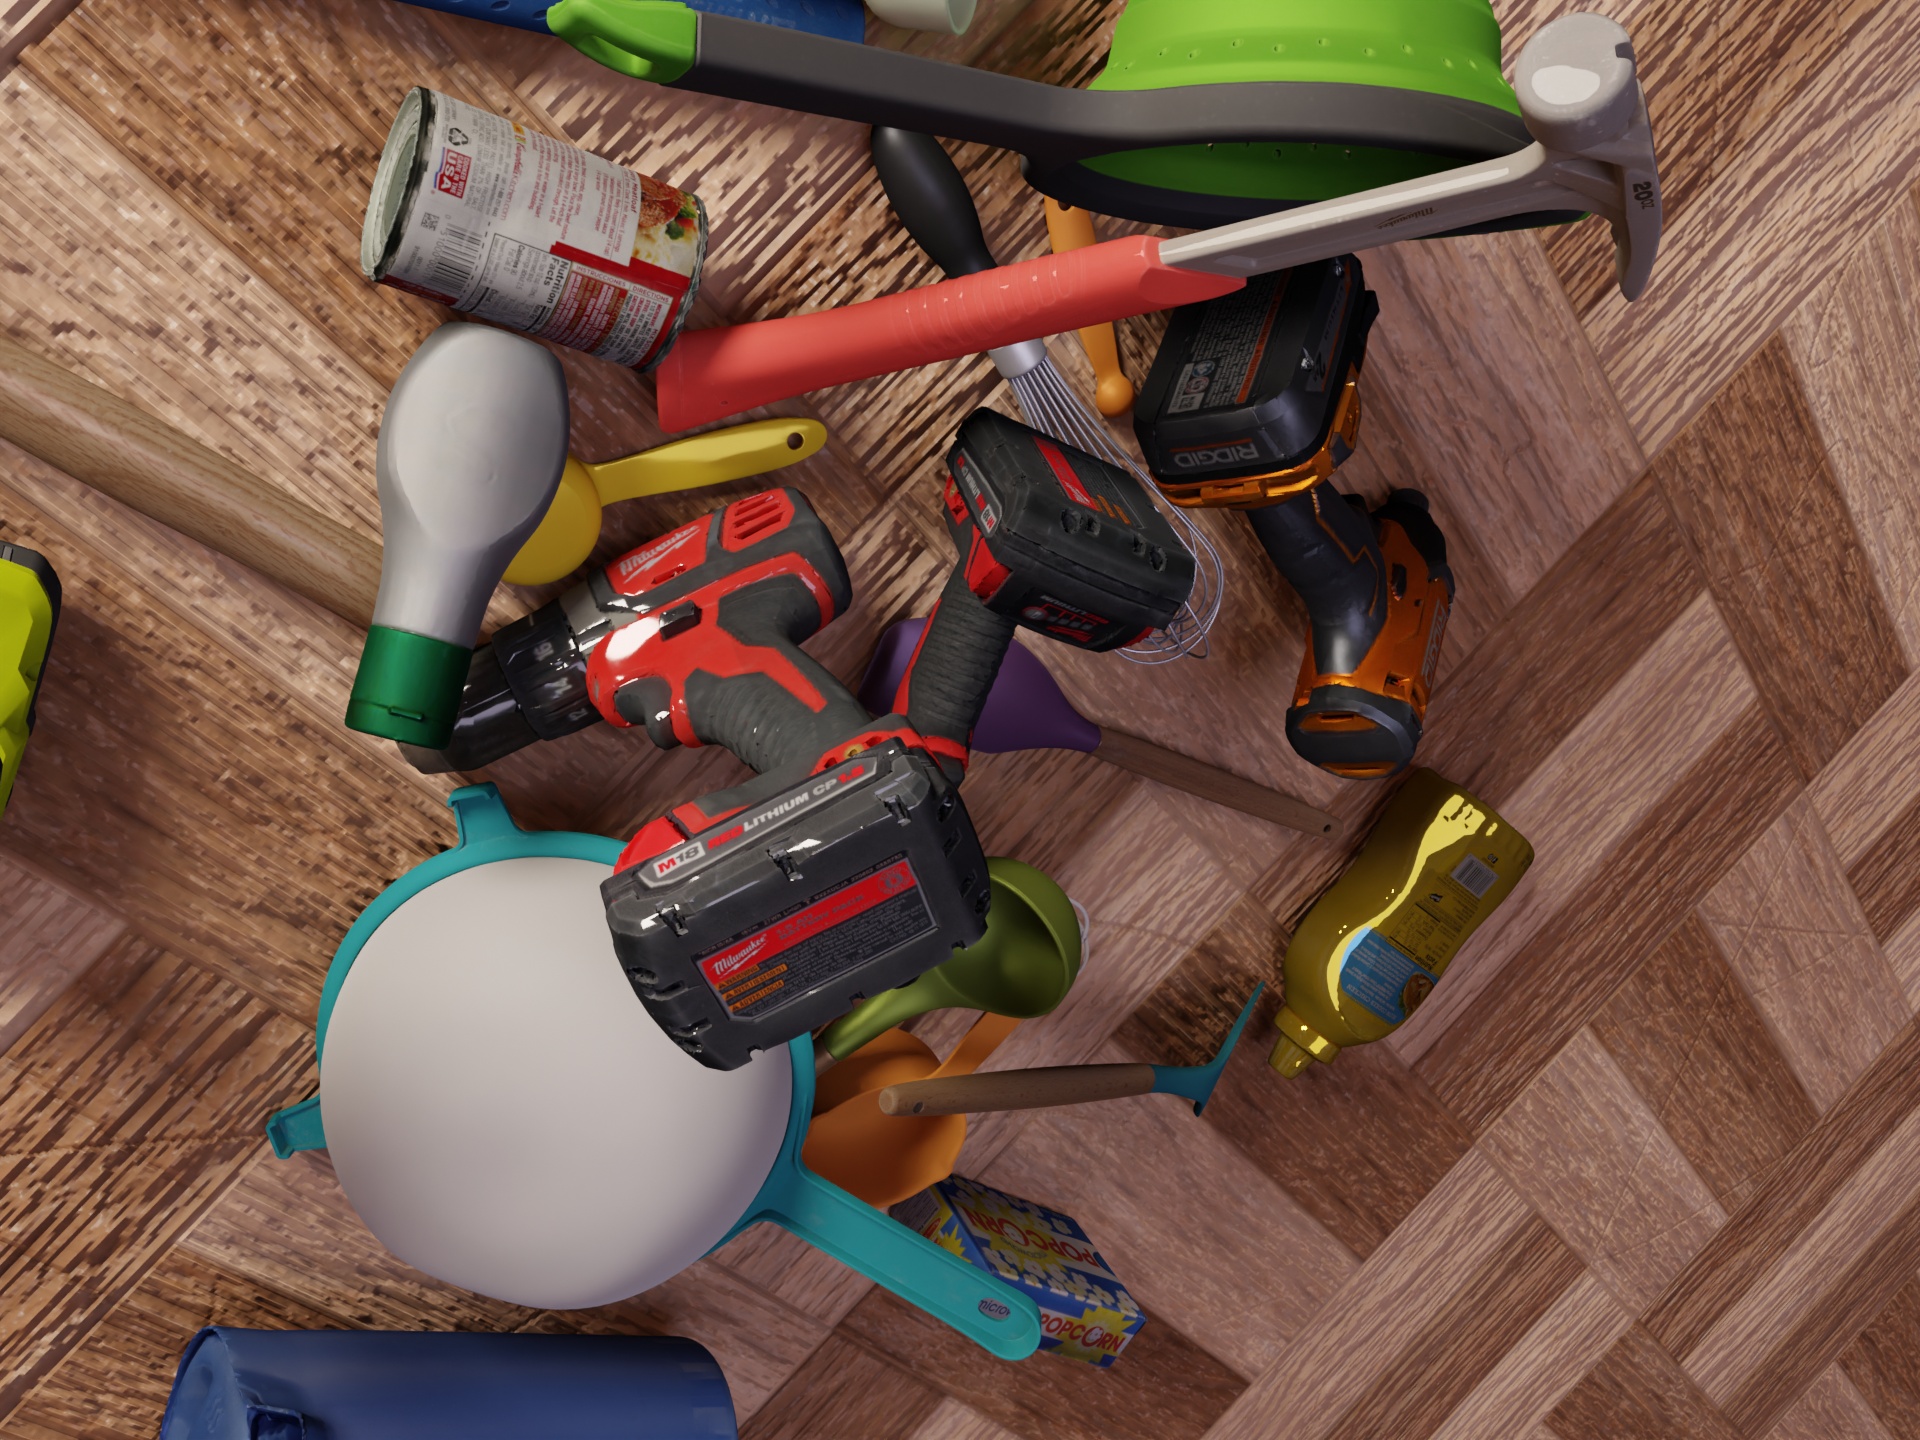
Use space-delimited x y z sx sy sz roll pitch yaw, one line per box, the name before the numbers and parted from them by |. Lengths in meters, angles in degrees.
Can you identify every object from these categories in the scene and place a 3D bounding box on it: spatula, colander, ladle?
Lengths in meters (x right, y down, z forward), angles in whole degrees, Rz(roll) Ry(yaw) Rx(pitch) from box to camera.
spatula | 0.069 0.177 0.803 0.317 0.044 0.082 10 110 -47
colander | 0.057 -0.241 0.550 0.397 0.205 0.094 -2 101 -31
spatula | 0.086 0.014 0.803 0.315 0.018 0.060 21 101 -33
ladle | -0.082 0.167 0.726 0.320 0.062 0.078 -35 91 8

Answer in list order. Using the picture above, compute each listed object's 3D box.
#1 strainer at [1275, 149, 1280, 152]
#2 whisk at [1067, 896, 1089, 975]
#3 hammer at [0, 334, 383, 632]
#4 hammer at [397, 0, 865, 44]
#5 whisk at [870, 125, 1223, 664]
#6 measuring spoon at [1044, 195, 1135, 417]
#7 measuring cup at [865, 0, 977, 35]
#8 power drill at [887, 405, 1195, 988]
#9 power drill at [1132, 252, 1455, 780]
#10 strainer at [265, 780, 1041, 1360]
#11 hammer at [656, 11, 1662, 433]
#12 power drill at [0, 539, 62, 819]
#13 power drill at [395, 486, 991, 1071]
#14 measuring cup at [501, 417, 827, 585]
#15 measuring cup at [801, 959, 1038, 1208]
strainer | 0.132 -0.269 0.683 0.087 0.050 0.258 -17 126 -6
whisk | -0.046 0.100 0.756 0.246 0.059 0.057 5 138 -26
hammer | -0.302 -0.106 0.512 0.130 0.031 0.331 -37 134 23
hammer | -0.220 -0.258 0.500 0.405 0.035 0.144 0 112 -28
whisk | 0.039 -0.134 0.689 0.070 0.070 0.284 -39 119 -7
measuring spoon | 0.058 -0.185 0.698 0.021 0.011 0.116 -29 123 -14
measuring cup | -0.012 -0.334 0.565 0.038 0.083 0.167 6 102 10
power drill | -0.001 -0.002 0.648 0.078 0.143 0.219 20 114 -22
power drill | 0.168 -0.102 0.729 0.226 0.084 0.164 54 46 -39
strainer | -0.113 0.190 0.639 0.340 0.095 0.211 31 104 -6
hammer | 0.050 -0.149 0.558 0.149 0.359 0.037 15 69 -64
power drill | -0.317 0.025 0.464 0.080 0.223 0.171 17 103 -34
power drill | -0.106 0.014 0.575 0.188 0.227 0.080 -26 133 -7
measuring cup | -0.122 -0.094 0.631 0.156 0.029 0.062 -17 120 -18
measuring cup | -0.019 0.163 0.780 0.095 0.052 0.173 32 104 -36
